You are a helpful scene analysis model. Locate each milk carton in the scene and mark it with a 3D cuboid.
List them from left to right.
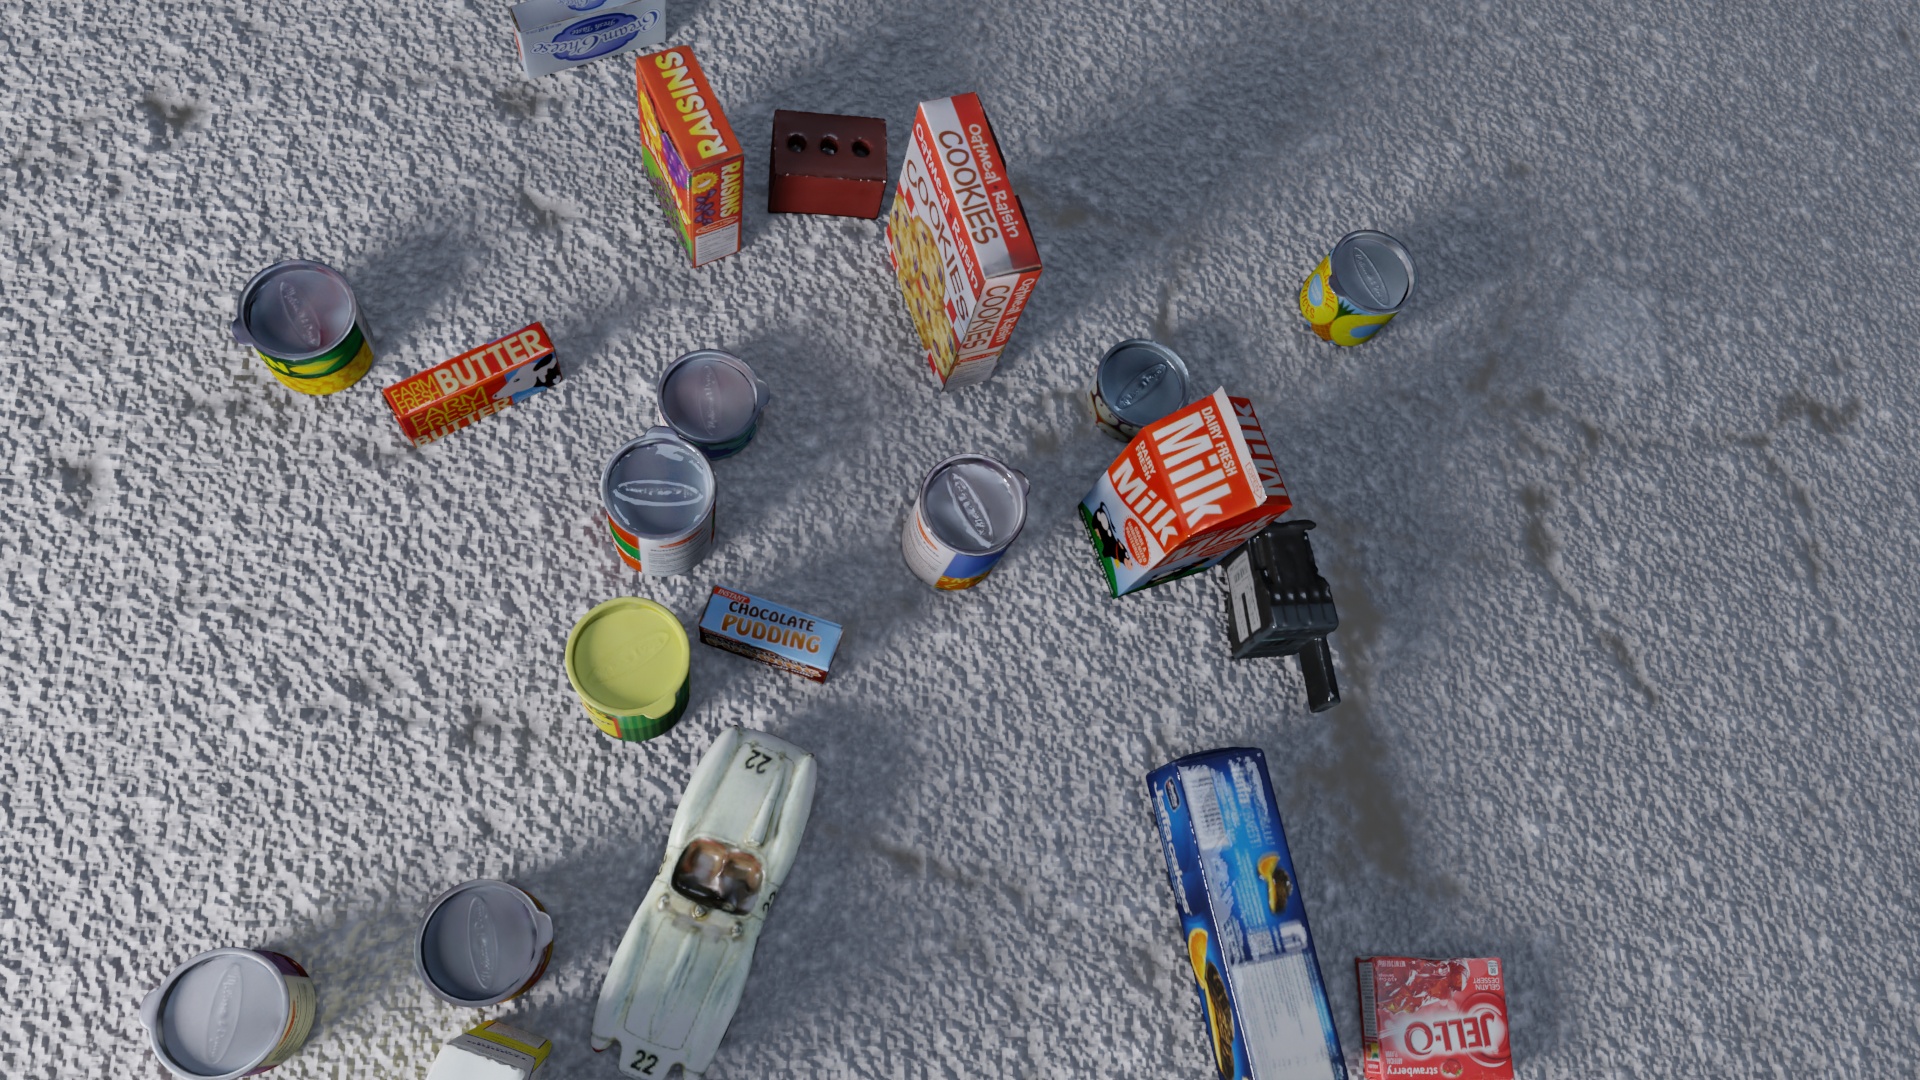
[{"bbox_3d":[0.139,-0.028,0.851,0.073,0.190,0.072,-16,77,-15],"label":"milk carton"}]

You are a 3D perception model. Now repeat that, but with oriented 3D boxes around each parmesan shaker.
[{"bbox_3d":[-0.188,0.079,0.800,0.071,0.102,0.071,3,72,-10],"label":"parmesan shaker"}]

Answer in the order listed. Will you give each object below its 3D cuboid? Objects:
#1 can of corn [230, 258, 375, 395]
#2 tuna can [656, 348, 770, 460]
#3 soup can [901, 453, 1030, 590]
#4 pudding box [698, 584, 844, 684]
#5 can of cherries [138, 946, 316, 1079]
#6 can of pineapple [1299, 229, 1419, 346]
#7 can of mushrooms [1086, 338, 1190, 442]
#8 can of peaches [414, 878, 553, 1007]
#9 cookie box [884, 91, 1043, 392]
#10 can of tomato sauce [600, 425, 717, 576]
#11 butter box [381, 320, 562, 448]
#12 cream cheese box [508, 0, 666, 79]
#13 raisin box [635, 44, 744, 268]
[{"bbox_3d":[-0.401,-0.128,0.850,0.071,0.058,0.071,3,72,-10],"label":"can of corn"},{"bbox_3d":[-0.159,-0.087,0.897,0.071,0.032,0.071,3,72,-10],"label":"tuna can"},{"bbox_3d":[0.003,-0.011,0.876,0.071,0.083,0.071,3,72,-10],"label":"soup can"},{"bbox_3d":[-0.116,0.057,0.849,0.084,0.049,0.030,20,70,-4],"label":"pudding box"},{"bbox_3d":[-0.384,0.248,0.732,0.071,0.058,0.071,3,72,-10],"label":"can of cherries"},{"bbox_3d":[0.283,-0.180,0.998,0.071,0.057,0.071,3,72,-10],"label":"can of pineapple"},{"bbox_3d":[0.123,-0.100,0.955,0.071,0.033,0.071,3,72,-10],"label":"can of mushrooms"},{"bbox_3d":[-0.258,0.222,0.765,0.071,0.058,0.071,3,72,-10],"label":"can of peaches"},{"bbox_3d":[-0.002,-0.185,0.887,0.040,0.167,0.123,-16,76,-15],"label":"cookie box"},{"bbox_3d":[-0.182,-0.022,0.844,0.071,0.083,0.071,3,72,-10],"label":"can of tomato sauce"},{"bbox_3d":[-0.301,-0.096,0.862,0.104,0.053,0.024,-28,80,-18],"label":"butter box"},{"bbox_3d":[-0.254,-0.355,0.954,0.104,0.053,0.024,-23,78,-17],"label":"cream cheese box"},{"bbox_3d":[-0.175,-0.245,0.897,0.040,0.123,0.086,-23,78,-16],"label":"raisin box"}]
